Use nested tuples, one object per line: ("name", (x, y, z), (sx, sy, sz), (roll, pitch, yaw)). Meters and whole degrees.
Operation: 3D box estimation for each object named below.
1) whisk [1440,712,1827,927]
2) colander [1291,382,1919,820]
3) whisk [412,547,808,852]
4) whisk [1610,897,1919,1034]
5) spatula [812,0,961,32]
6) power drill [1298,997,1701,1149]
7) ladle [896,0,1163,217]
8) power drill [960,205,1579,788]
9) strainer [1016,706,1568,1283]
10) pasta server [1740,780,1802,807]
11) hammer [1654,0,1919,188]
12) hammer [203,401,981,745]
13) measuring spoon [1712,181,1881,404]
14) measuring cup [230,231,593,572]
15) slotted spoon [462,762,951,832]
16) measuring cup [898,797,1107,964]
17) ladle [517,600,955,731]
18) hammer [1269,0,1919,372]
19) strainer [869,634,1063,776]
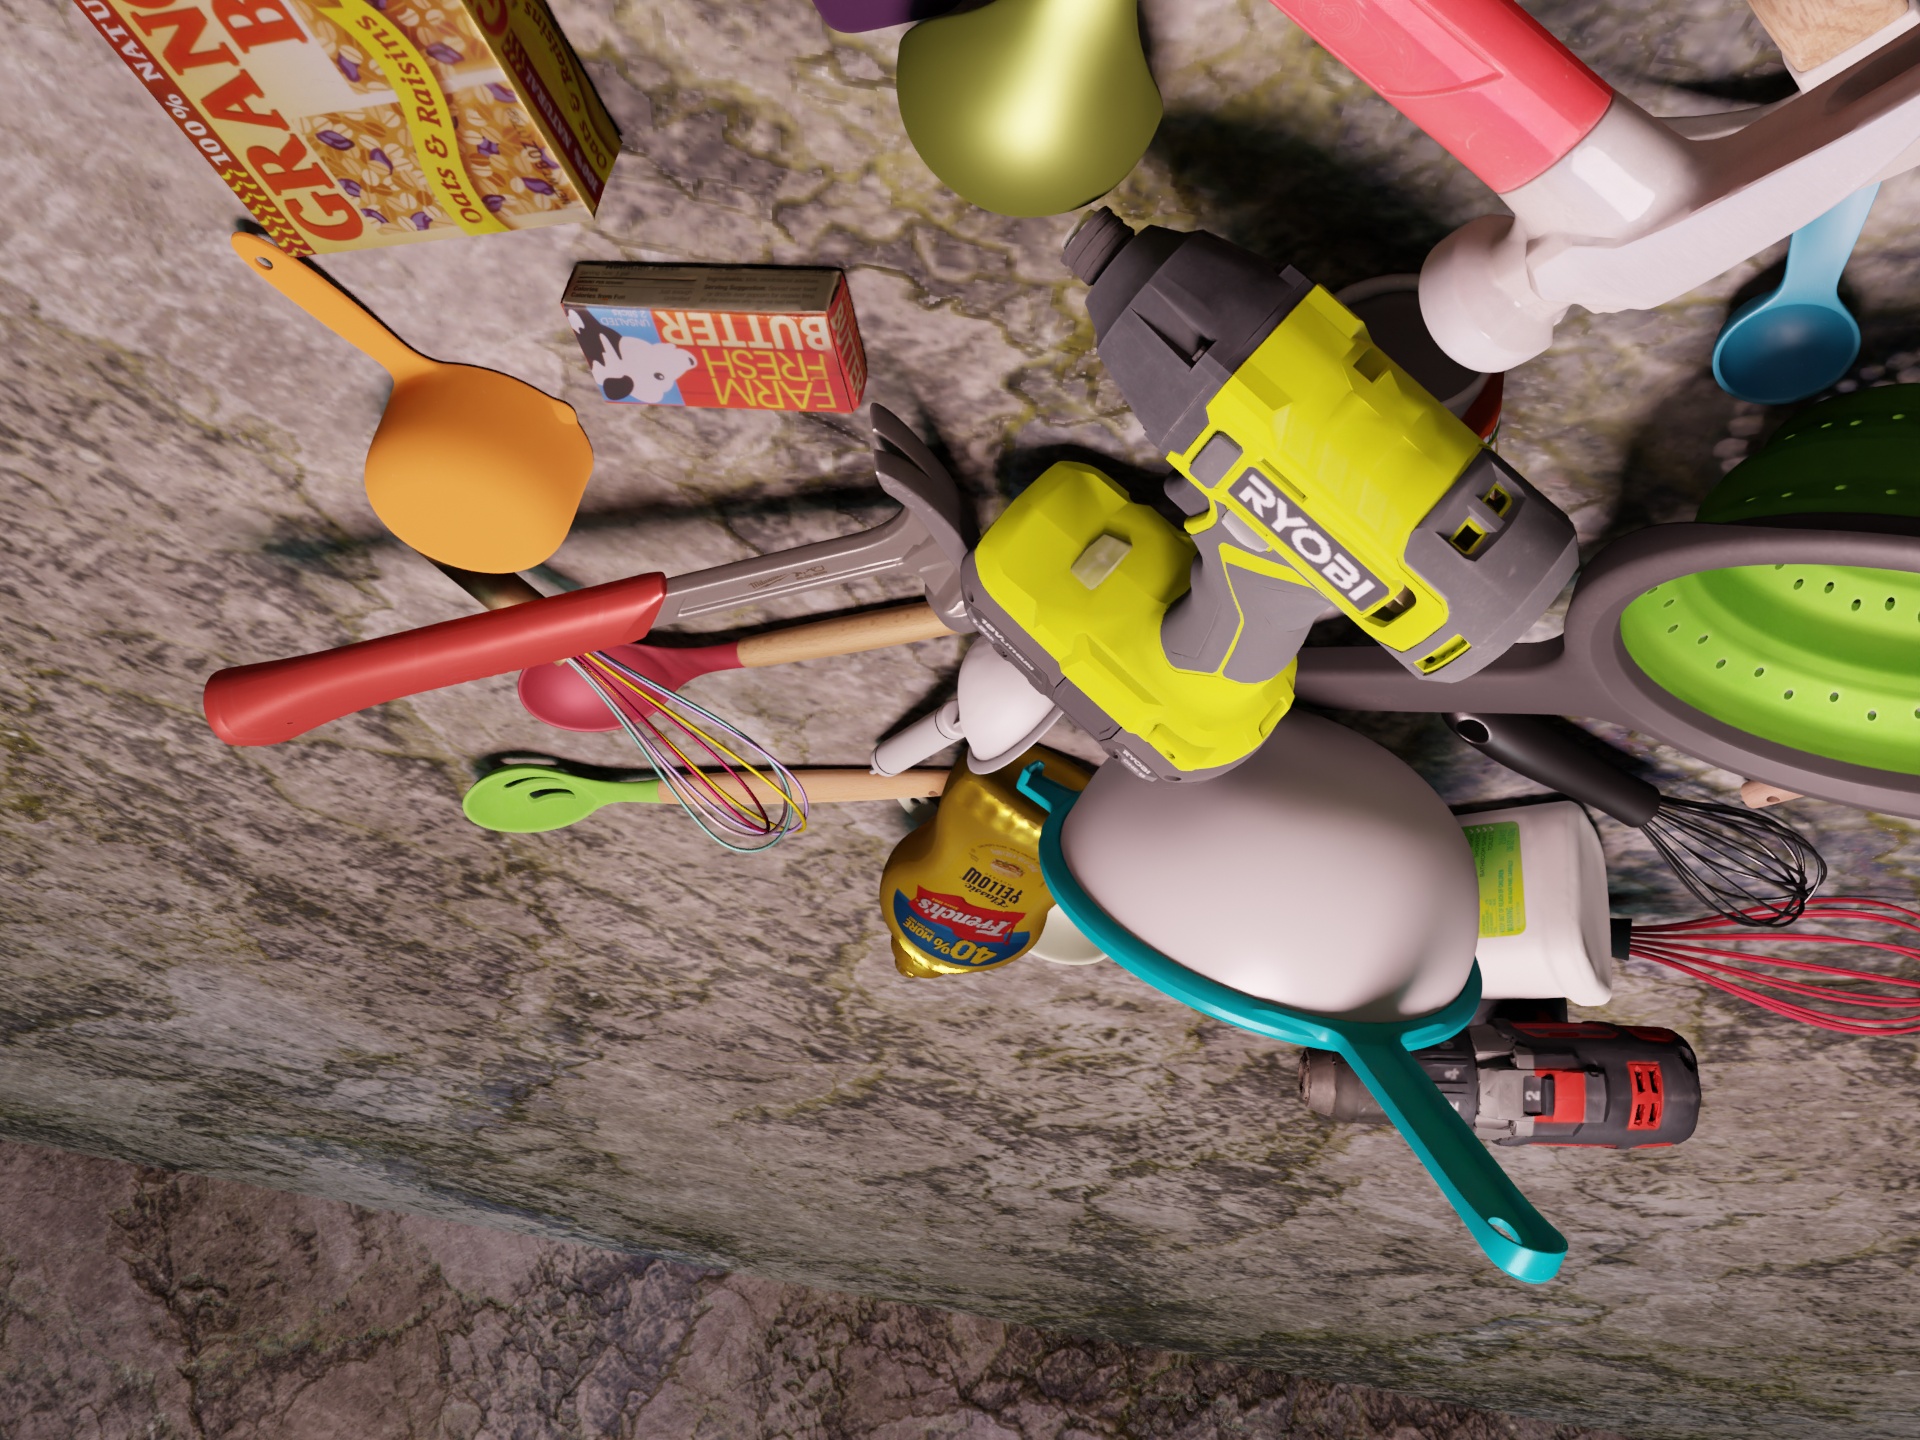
("whisk", (0.321, 0.041, 0.759), (0.238, 0.055, 0.055), (26, 147, -18))
("colander", (0.267, -0.048, 0.592), (0.204, 0.094, 0.397), (32, 162, -34))
("whisk", (-0.170, -0.018, 0.764), (0.244, 0.051, 0.047), (41, -179, -17))
("whisk", (0.387, 0.122, 0.869), (0.296, 0.073, 0.073), (5, 151, 24))
("spatula", (-0.063, -0.282, 0.336), (0.060, 0.018, 0.315), (-5, 149, 19))
("power drill", (0.267, 0.178, 0.862), (0.188, 0.080, 0.226), (0, 180, 3))
("ladle", (0.058, -0.242, 0.357), (0.078, 0.062, 0.320), (13, 144, -13))
("power drill", (0.080, -0.065, 0.540), (0.171, 0.080, 0.223), (42, 160, 1))
("strainer", (0.163, 0.077, 0.664), (0.211, 0.341, 0.095), (8, 114, -19))
("pasta server", (0.456, -0.010, 0.629), (0.060, 0.040, 0.316), (36, 145, -17))
("hammer", (0.137, -0.213, 0.332), (0.331, 0.031, 0.130), (25, 142, -36))
("hammer", (-0.169, -0.045, 0.679), (0.359, 0.037, 0.149), (-12, 157, 13))
("measuring spoon", (0.256, -0.150, 0.474), (0.042, 0.021, 0.128), (3, 141, 12))
("measuring cup", (-0.226, -0.120, 0.639), (0.095, 0.052, 0.173), (-9, 147, 32))
("slotted spoon", (-0.149, 0.041, 0.928), (0.314, 0.031, 0.070), (-3, 149, 18))
("measuring cup", (0.029, 0.081, 0.942), (0.167, 0.038, 0.083), (42, 137, -17))
("ladle", (-0.084, -0.037, 0.770), (0.315, 0.031, 0.069), (-8, 141, 27))
("hammer", (0.019, -0.213, 0.309), (0.386, 0.038, 0.143), (33, 158, -14))
("strainer", (-0.001, -0.002, 0.763), (0.050, 0.087, 0.258), (35, 157, -11))
